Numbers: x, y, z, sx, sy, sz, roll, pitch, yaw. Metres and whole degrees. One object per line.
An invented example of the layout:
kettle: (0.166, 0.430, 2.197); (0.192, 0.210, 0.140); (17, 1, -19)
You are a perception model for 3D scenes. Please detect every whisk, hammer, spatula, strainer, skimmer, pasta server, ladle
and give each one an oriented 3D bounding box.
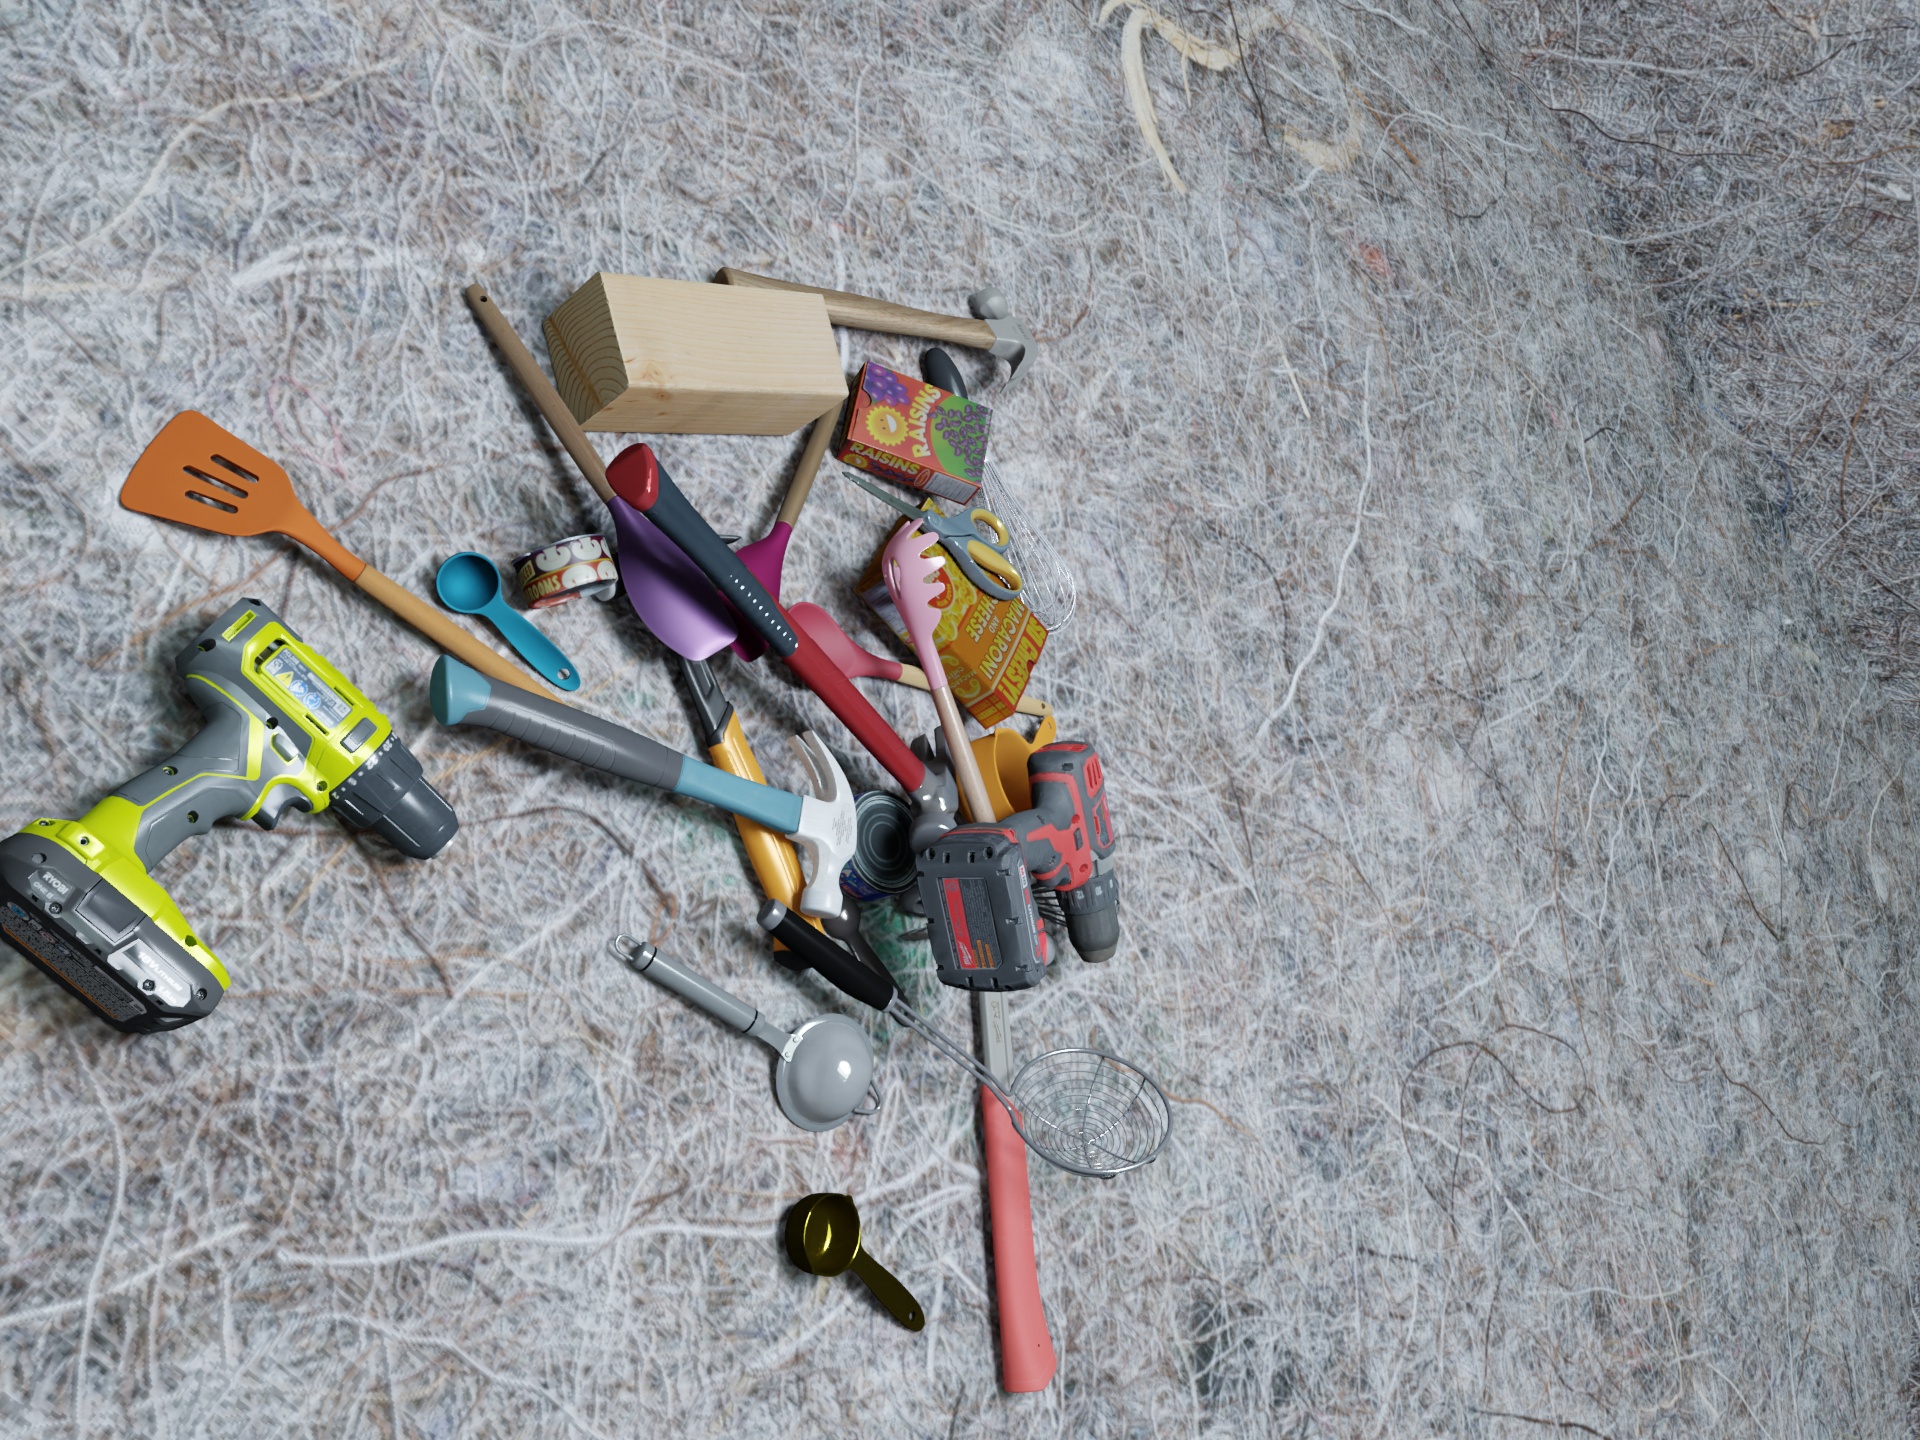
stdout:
whisk: (0.046, 0.151, 1.338); (0.238, 0.055, 0.055); (5, 72, -37)
hammer: (-0.165, 0.024, 1.187); (0.127, 0.034, 0.337); (-21, 91, -44)
hammer: (-0.120, -0.061, 1.176); (0.385, 0.038, 0.143); (50, 20, -32)
hammer: (0.029, 0.338, 1.258); (0.149, 0.037, 0.359); (10, 68, -41)
spatula: (-0.265, -0.179, 1.143); (0.060, 0.018, 0.316); (-33, 90, -27)
strainer: (-0.142, 0.222, 1.137); (0.258, 0.050, 0.087); (37, 67, -24)
whisk: (0.032, -0.210, 1.444); (0.070, 0.070, 0.284); (-20, 86, -45)
skimmer: (0.009, 0.227, 1.192); (0.363, 0.090, 0.127); (41, 26, -23)
hammer: (-0.064, -0.353, 1.396); (0.331, 0.031, 0.130); (-1, 50, -39)
hammer: (-0.209, 0.033, 1.100); (0.330, 0.033, 0.128); (24, 63, -33)
spatula: (-0.375, -0.080, 1.035); (0.322, 0.041, 0.081); (40, 52, -32)
pasta server: (-0.002, -0.004, 1.270); (0.040, 0.060, 0.316); (-23, 99, -27)
ladle: (-0.033, -0.037, 1.339); (0.315, 0.031, 0.069); (14, 69, -42)

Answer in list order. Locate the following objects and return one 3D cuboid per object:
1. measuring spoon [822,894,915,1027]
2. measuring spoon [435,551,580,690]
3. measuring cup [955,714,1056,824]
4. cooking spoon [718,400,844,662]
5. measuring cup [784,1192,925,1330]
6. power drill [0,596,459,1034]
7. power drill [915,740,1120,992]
measuring spoon: (-0.066, 0.187, 1.234); (0.034, 0.018, 0.124); (-44, 107, -43)
measuring spoon: (-0.309, -0.067, 1.096); (0.042, 0.021, 0.128); (-43, 120, -5)
measuring cup: (0.042, 0.039, 1.373); (0.095, 0.052, 0.174); (63, 25, -13)
cooking spoon: (-0.134, -0.171, 1.266); (0.068, 0.017, 0.319); (53, 37, -36)
measuring cup: (-0.075, 0.399, 1.153); (0.156, 0.029, 0.062); (55, 45, -31)
power drill: (-0.412, 0.064, 0.911); (0.190, 0.080, 0.229); (49, 46, -19)
power drill: (0.062, 0.134, 1.242); (0.227, 0.080, 0.188); (-34, 116, -58)
